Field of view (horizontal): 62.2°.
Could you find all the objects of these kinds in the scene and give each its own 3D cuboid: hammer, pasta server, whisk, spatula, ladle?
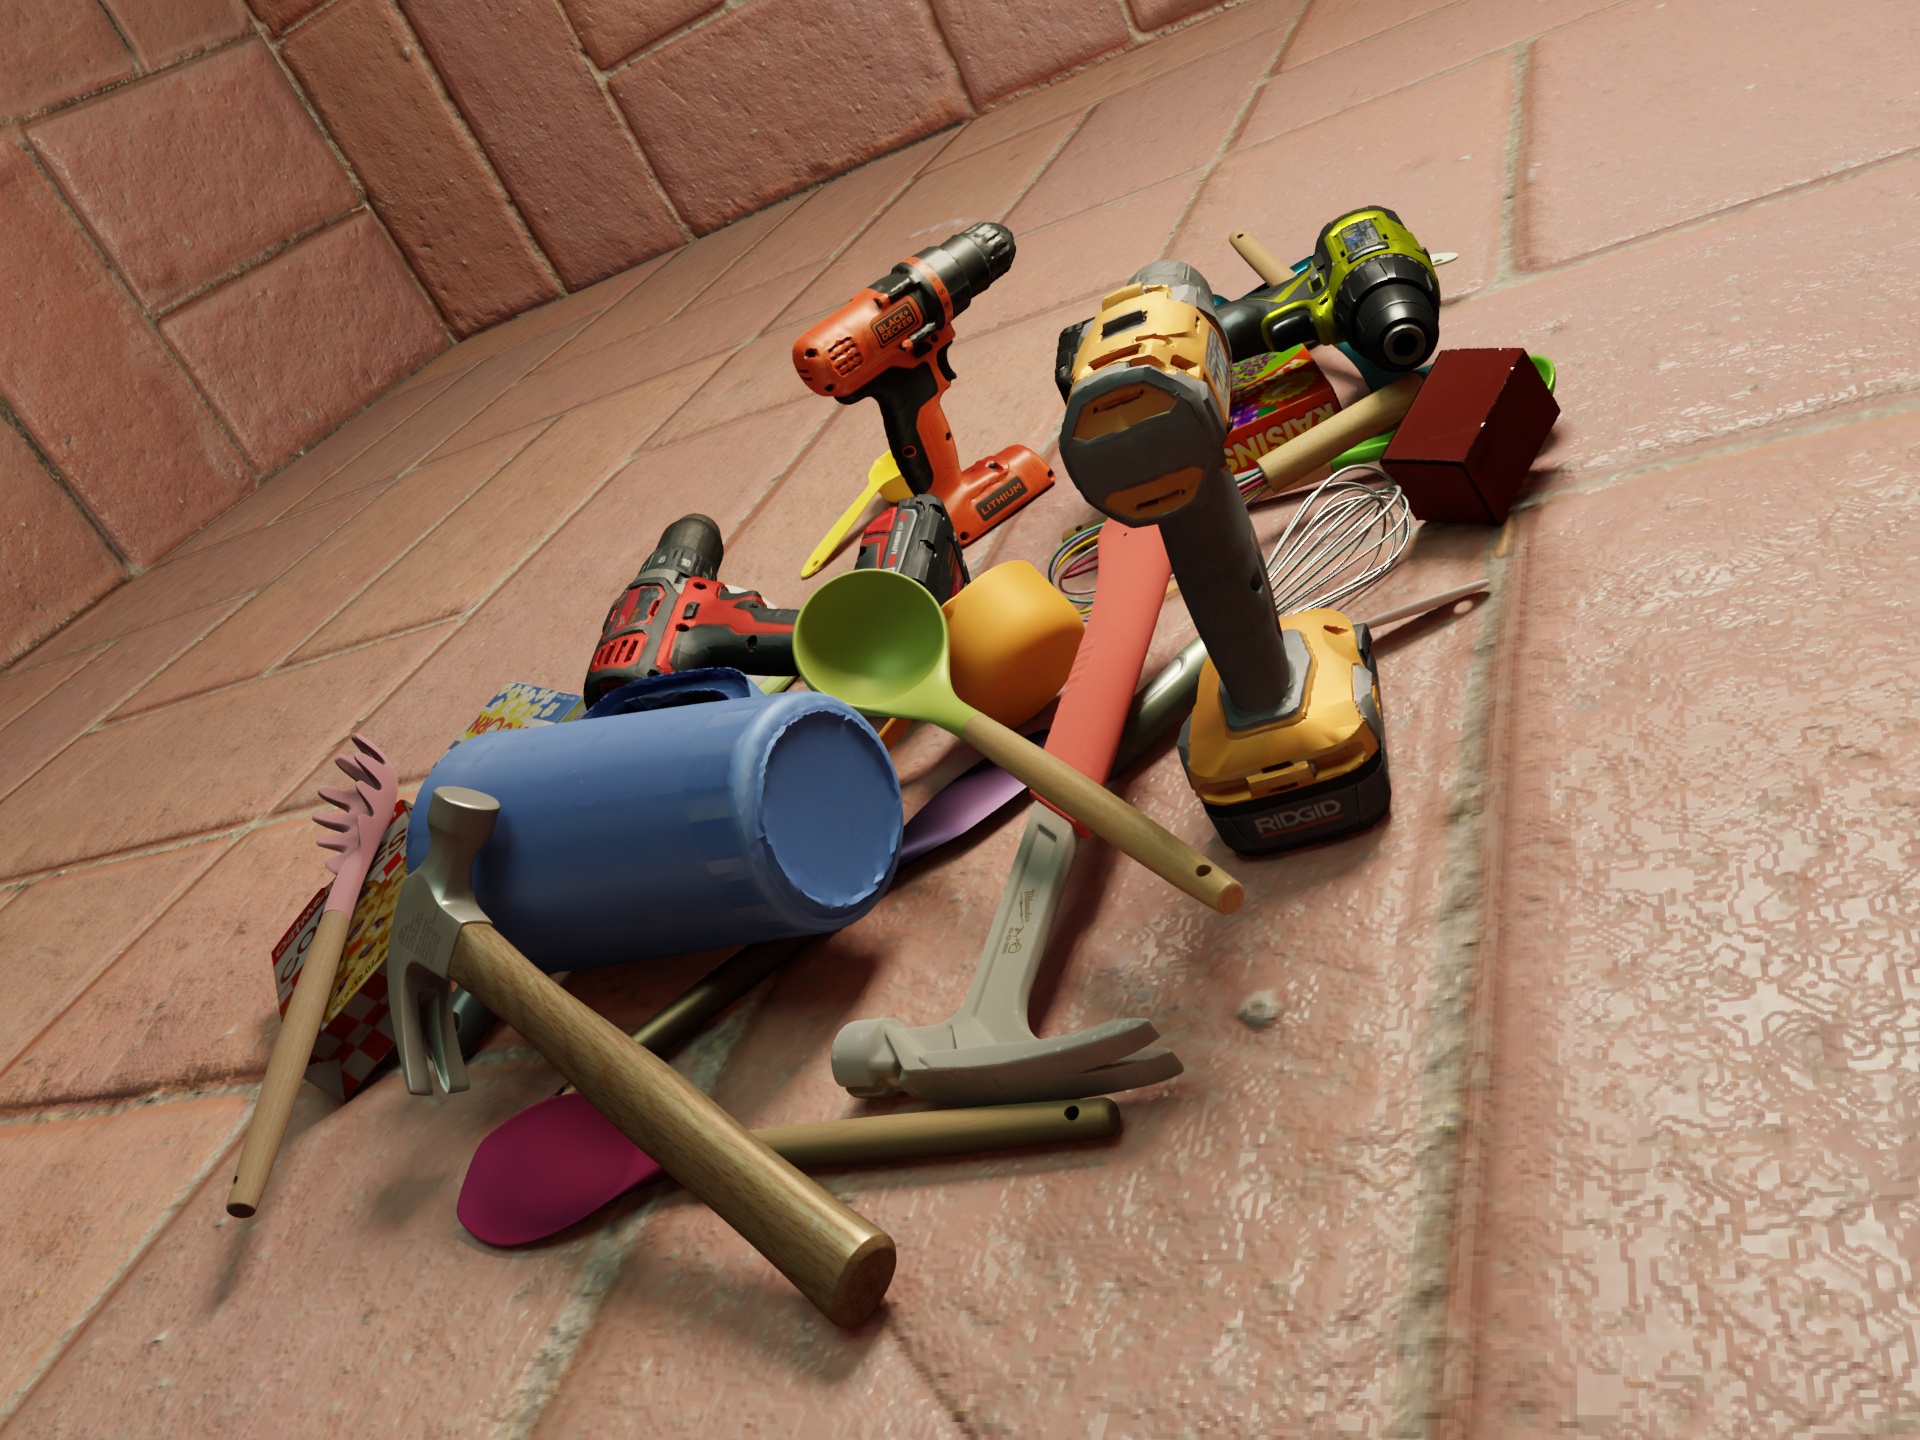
[{"bbox_3d":[0.061,0.013,0.717,0.149,0.036,0.359,-13,38,34],"label":"hammer"},{"bbox_3d":[-0.349,0.124,0.854,0.060,0.040,0.317,-46,29,28],"label":"pasta server"},{"bbox_3d":[0.138,-0.043,0.796,0.246,0.059,0.058,-41,16,-15],"label":"whisk"},{"bbox_3d":[-0.225,0.095,0.894,0.055,0.055,0.239,-7,37,36],"label":"whisk"},{"bbox_3d":[-0.070,0.094,0.775,0.316,0.018,0.060,-36,22,-19],"label":"spatula"},{"bbox_3d":[0.247,-0.275,1.068,0.082,0.044,0.318,-30,41,4],"label":"spatula"},{"bbox_3d":[-0.146,0.143,0.651,0.332,0.031,0.130,25,100,41],"label":"hammer"},{"bbox_3d":[0.015,0.003,0.690,0.078,0.062,0.320,-36,33,-14],"label":"ladle"},{"bbox_3d":[0.154,-0.132,0.916,0.245,0.051,0.047,-30,20,10],"label":"whisk"}]

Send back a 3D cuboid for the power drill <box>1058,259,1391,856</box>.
[{"bbox_3d":[0.112,-0.080,0.678,0.084,0.226,0.185,-17,28,21],"label":"power drill"}]

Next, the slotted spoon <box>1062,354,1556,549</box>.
[{"bbox_3d":[0.198,-0.148,0.949,0.314,0.031,0.070,-14,44,31],"label":"slotted spoon"}]

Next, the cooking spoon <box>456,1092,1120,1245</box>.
[{"bbox_3d":[-0.083,0.174,0.641,0.319,0.017,0.069,-13,46,27],"label":"cooking spoon"}]

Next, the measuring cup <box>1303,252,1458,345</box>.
[{"bbox_3d":[0.278,-0.301,1.141,0.168,0.038,0.083,-3,35,37],"label":"measuring cup"}]

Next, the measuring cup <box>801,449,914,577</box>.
[{"bbox_3d":[-0.070,-0.161,1.246,0.062,0.029,0.156,9,55,51],"label":"measuring cup"}]

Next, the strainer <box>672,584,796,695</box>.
[{"bbox_3d":[-0.134,-0.073,1.083,0.256,0.069,0.152,-29,26,2],"label":"strainer"}]

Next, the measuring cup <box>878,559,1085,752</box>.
[{"bbox_3d":[-0.001,-0.003,0.848,0.052,0.095,0.173,42,98,22],"label":"measuring cup"}]

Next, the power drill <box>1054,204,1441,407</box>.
[{"bbox_3d":[0.178,-0.228,0.968,0.228,0.080,0.191,-19,28,17],"label":"power drill"}]

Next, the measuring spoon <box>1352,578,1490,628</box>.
[{"bbox_3d":[0.199,-0.040,0.767,0.124,0.018,0.034,-21,-6,1],"label":"measuring spoon"}]

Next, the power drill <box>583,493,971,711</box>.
[{"bbox_3d":[-0.111,-0.077,0.987,0.227,0.080,0.188,-7,41,16],"label":"power drill"}]

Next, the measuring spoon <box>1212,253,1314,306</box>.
[{"bbox_3d":[0.216,-0.322,1.168,0.128,0.021,0.042,-31,26,-5],"label":"measuring spoon"}]
